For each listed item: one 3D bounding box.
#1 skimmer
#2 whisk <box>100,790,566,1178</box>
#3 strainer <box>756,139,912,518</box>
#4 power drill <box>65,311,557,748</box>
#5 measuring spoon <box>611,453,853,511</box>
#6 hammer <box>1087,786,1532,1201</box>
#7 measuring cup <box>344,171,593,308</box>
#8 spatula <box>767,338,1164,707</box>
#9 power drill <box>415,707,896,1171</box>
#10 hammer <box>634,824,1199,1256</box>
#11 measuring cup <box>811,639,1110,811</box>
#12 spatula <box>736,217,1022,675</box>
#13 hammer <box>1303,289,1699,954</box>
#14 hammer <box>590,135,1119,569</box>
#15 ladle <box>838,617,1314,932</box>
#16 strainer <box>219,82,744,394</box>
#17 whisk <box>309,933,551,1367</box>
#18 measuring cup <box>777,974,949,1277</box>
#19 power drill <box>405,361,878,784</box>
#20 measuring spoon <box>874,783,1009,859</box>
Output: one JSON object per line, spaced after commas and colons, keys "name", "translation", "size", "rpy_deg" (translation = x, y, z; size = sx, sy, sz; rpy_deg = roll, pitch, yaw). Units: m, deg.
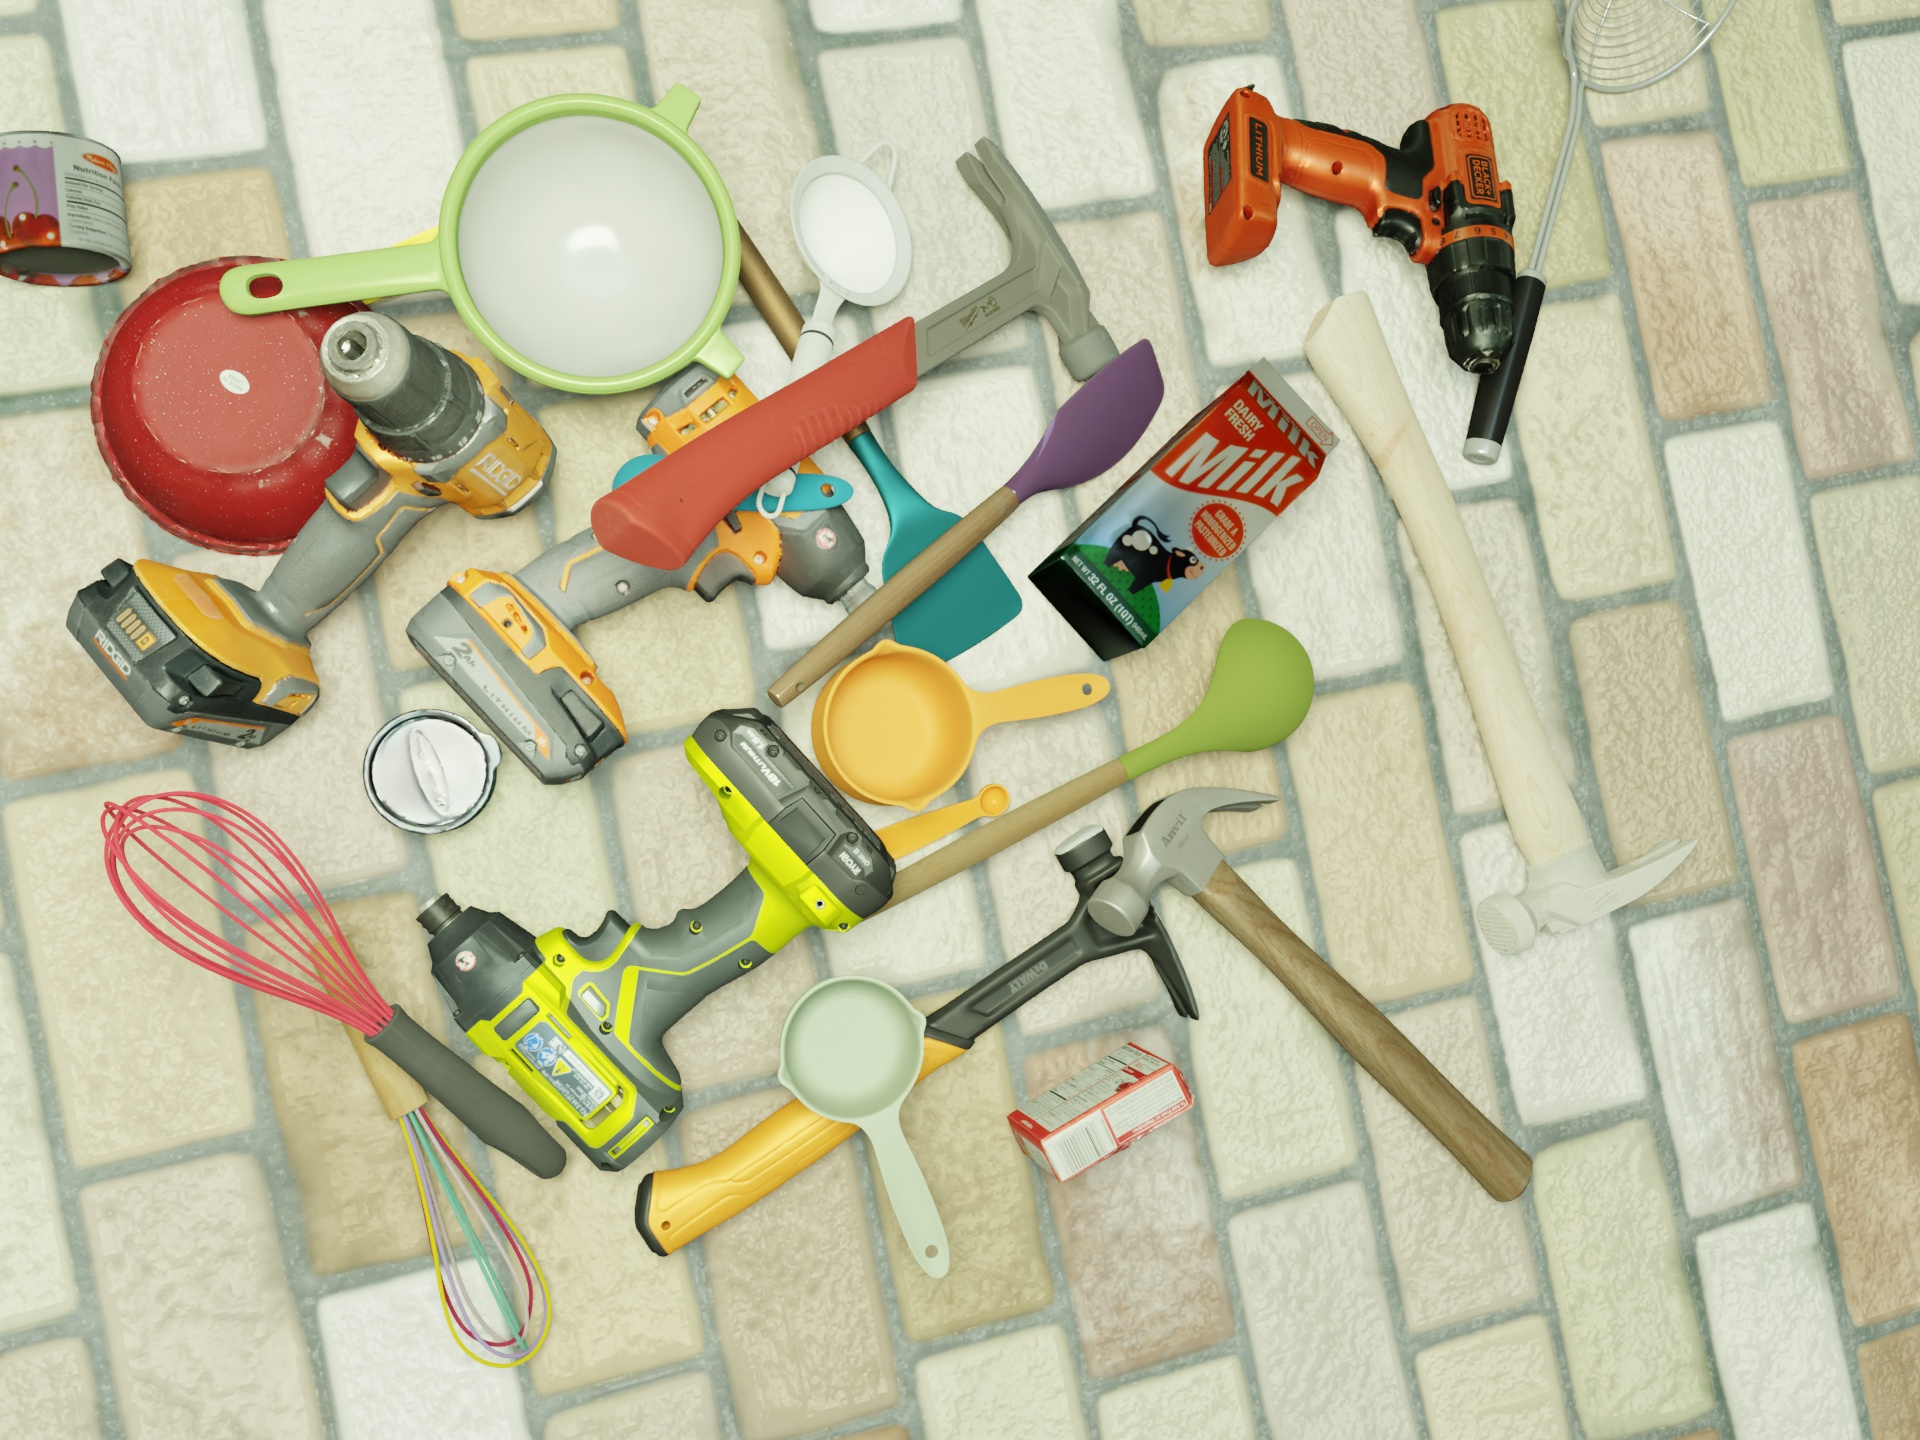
{"name": "skimmer", "translation": [0.397, -0.332, 0.987], "size": [0.127, 0.090, 0.363], "rpy_deg": [22, 84, -42]}
{"name": "whisk", "translation": [-0.300, 0.137, 0.786], "size": [0.073, 0.073, 0.295], "rpy_deg": [-46, 115, -11]}
{"name": "strainer", "translation": [-0.079, -0.216, 0.870], "size": [0.086, 0.050, 0.259], "rpy_deg": [32, 55, -33]}
{"name": "power drill", "translation": [-0.310, -0.094, 0.763], "size": [0.226, 0.185, 0.084], "rpy_deg": [-42, 82, -2]}
{"name": "measuring spoon", "translation": [-0.115, -0.121, 0.827], "size": [0.128, 0.021, 0.042], "rpy_deg": [-4, 82, -20]}
{"name": "hammer", "translation": [0.222, 0.166, 0.936], "size": [0.331, 0.031, 0.130], "rpy_deg": [44, 61, -11]}
{"name": "measuring cup", "translation": [-0.274, -0.264, 0.875], "size": [0.156, 0.029, 0.062], "rpy_deg": [-27, 100, -1]}
{"name": "spatula", "translation": [0.011, -0.109, 0.897], "size": [0.316, 0.018, 0.059], "rpy_deg": [-42, 131, -21]}
{"name": "power drill", "translation": [-0.160, 0.102, 0.837], "size": [0.223, 0.080, 0.171], "rpy_deg": [-42, 95, -1]}
{"name": "hammer", "translation": [-0.027, 0.197, 0.891], "size": [0.337, 0.034, 0.127], "rpy_deg": [-31, 92, -12]}
{"name": "measuring cup", "translation": [-0.001, -0.003, 0.903], "size": [0.173, 0.052, 0.095], "rpy_deg": [-11, 89, -21]}
{"name": "spatula", "translation": [-0.074, -0.179, 0.911], "size": [0.082, 0.044, 0.317], "rpy_deg": [-32, 89, -11]}
{"name": "hammer", "translation": [0.320, -0.072, 0.982], "size": [0.146, 0.038, 0.410], "rpy_deg": [-22, 91, -14]}
{"name": "hammer", "translation": [-0.055, -0.186, 0.832], "size": [0.359, 0.037, 0.149], "rpy_deg": [-40, 100, -38]}
{"name": "ladle", "translation": [0.066, 0.036, 0.916], "size": [0.320, 0.062, 0.078], "rpy_deg": [-27, 116, -8]}
{"name": "strainer", "translation": [-0.244, -0.234, 0.828], "size": [0.256, 0.069, 0.151], "rpy_deg": [-10, 95, -9]}
{"name": "whisk", "translation": [-0.281, 0.225, 0.831], "size": [0.047, 0.051, 0.245], "rpy_deg": [-26, 89, -7]}
{"name": "measuring cup", "translation": [-0.043, 0.215, 0.850], "size": [0.083, 0.038, 0.167], "rpy_deg": [-21, 90, -12]}
{"name": "power drill", "translation": [-0.160, -0.068, 0.856], "size": [0.226, 0.084, 0.164], "rpy_deg": [-44, 96, -15]}
{"name": "measuring spoon", "translation": [-0.026, 0.063, 0.913], "size": [0.117, 0.011, 0.021], "rpy_deg": [-22, 109, -10]}
